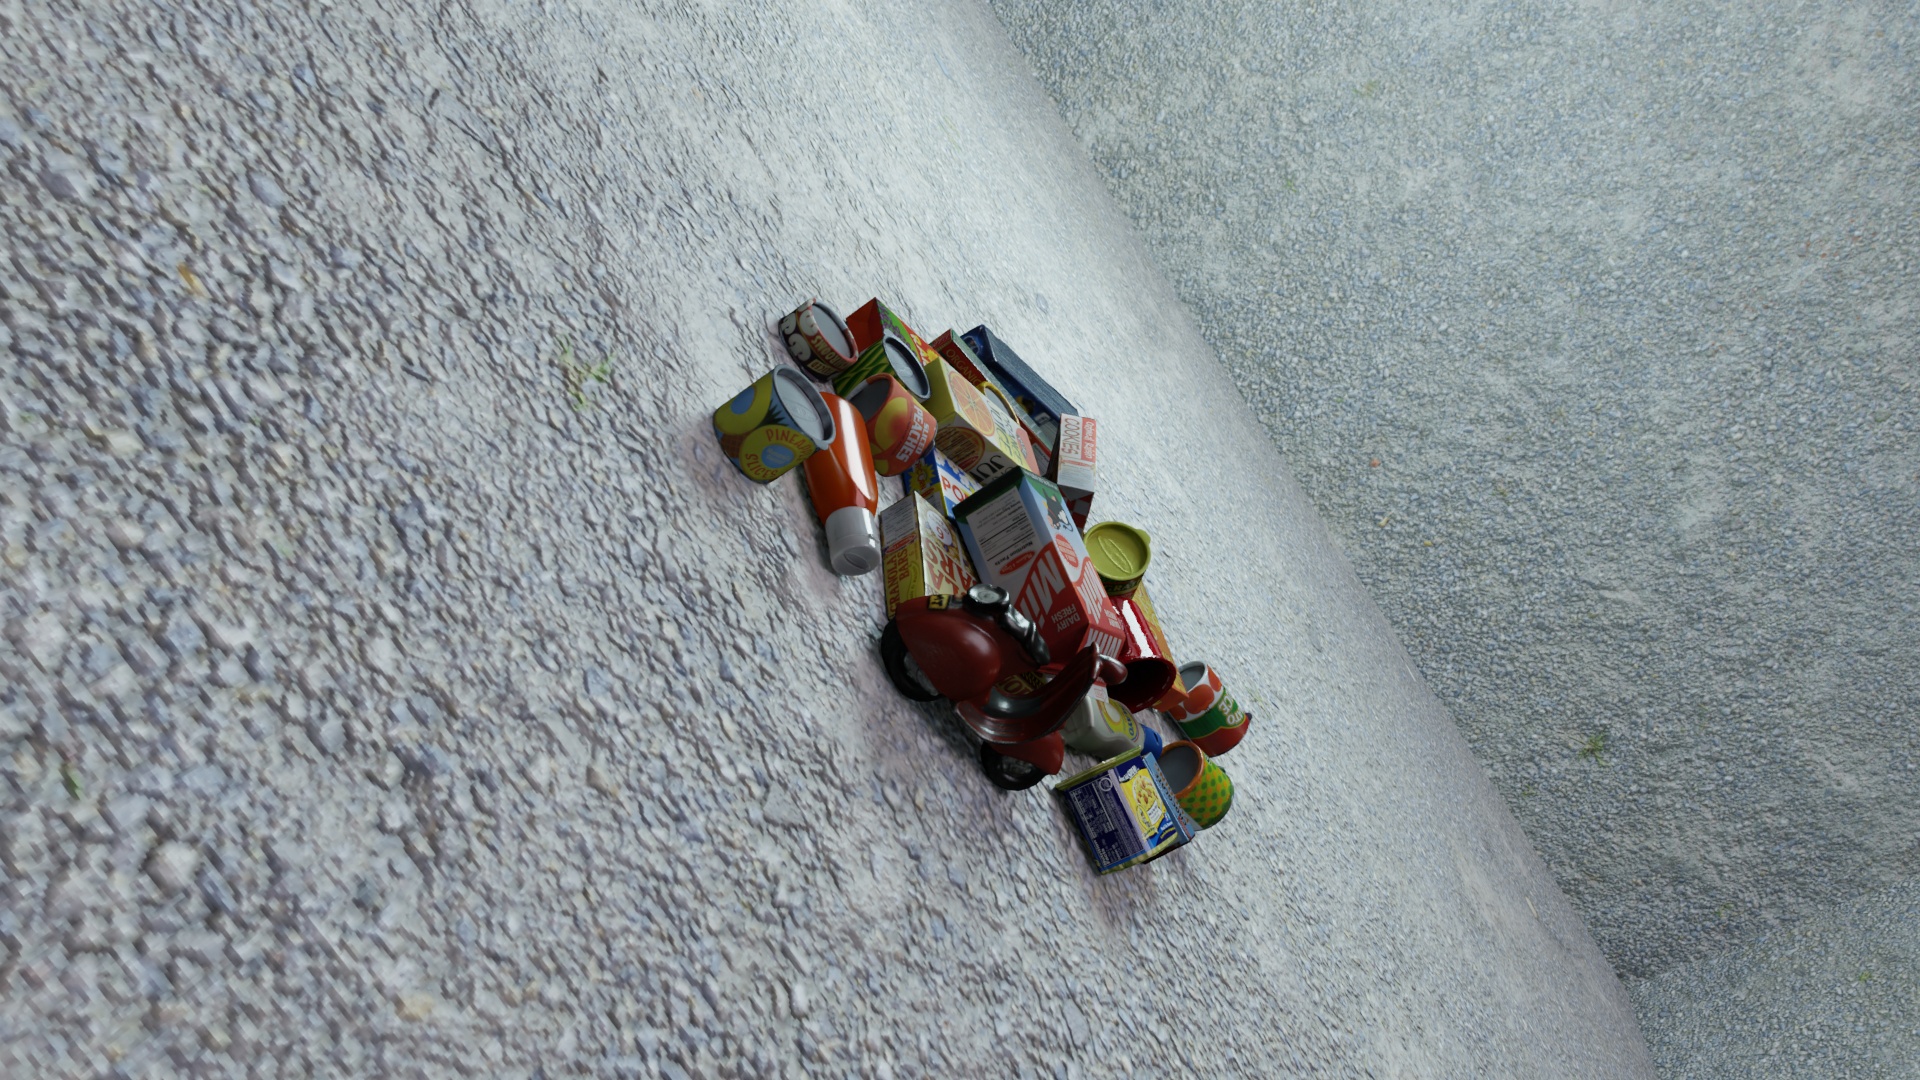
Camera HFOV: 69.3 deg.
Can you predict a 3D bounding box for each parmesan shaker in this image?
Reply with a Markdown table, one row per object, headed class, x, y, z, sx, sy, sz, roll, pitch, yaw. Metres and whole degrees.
| class | x | y | z | sx | sy | sz | roll | pitch | yaw |
| --- | --- | --- | --- | --- | --- | --- | --- | --- | --- |
| parmesan shaker | 0.141 | 0.036 | 1.339 | 0.102 | 0.071 | 0.071 | 104 | -28 | -55 |

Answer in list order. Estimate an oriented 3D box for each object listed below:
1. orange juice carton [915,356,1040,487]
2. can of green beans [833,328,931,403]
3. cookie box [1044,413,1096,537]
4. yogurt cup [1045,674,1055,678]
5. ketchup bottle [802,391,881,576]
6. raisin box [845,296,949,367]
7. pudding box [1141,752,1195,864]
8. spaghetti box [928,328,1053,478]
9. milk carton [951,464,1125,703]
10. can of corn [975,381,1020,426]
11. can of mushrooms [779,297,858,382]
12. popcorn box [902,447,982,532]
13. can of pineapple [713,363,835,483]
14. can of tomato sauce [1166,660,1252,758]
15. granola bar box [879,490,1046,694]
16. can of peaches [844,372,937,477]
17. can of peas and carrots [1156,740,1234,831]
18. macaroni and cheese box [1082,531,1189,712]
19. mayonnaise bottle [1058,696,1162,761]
| class | x | y | z | sx | sy | sz | roll | pitch | yaw |
| --- | --- | --- | --- | --- | --- | --- | --- | --- | --- |
| orange juice carton | 0.014 | -0.081 | 1.285 | 0.192 | 0.073 | 0.072 | 36 | 30 | -46 |
| can of green beans | -0.068 | -0.135 | 1.198 | 0.071 | 0.057 | 0.071 | 47 | 23 | -27 |
| cookie box | 0.101 | -0.035 | 1.356 | 0.040 | 0.122 | 0.168 | 13 | 28 | -1 |
| yogurt cup | 0.083 | 0.085 | 1.224 | 0.072 | 0.072 | 0.054 | 54 | 29 | -10 |
| ketchup bottle | -0.088 | -0.042 | 1.041 | 0.064 | 0.043 | 0.149 | 36 | 30 | -44 |
| raisin box | -0.050 | -0.159 | 1.300 | 0.123 | 0.040 | 0.086 | 38 | 28 | -44 |
| pudding box | 0.163 | 0.233 | 1.213 | 0.084 | 0.049 | 0.030 | 61 | 19 | 8 |
| spaghetti box | 0.046 | -0.117 | 1.443 | 0.249 | 0.050 | 0.029 | 46 | 22 | -29 |
| milk carton | 0.070 | 0.042 | 1.122 | 0.072 | 0.073 | 0.191 | 24 | 39 | -57 |
| can of corn | 0.018 | -0.116 | 1.364 | 0.071 | 0.058 | 0.071 | 47 | 23 | -27 |
| can of mushrooms | -0.118 | -0.167 | 1.165 | 0.071 | 0.033 | 0.071 | 48 | 22 | -27 |
| popcorn box | 0.004 | -0.015 | 1.220 | 0.126 | 0.038 | 0.085 | 38 | 28 | -43 |
| can of pineapple | -0.131 | -0.080 | 0.979 | 0.071 | 0.057 | 0.071 | 47 | 23 | -27 |
| can of tomato sauce | 0.260 | 0.178 | 1.482 | 0.083 | 0.071 | 0.071 | 52 | 21 | -16 |
| granola bar box | 0.004 | 0.053 | 1.122 | 0.165 | 0.039 | 0.125 | 42 | 26 | -35 |
| can of peaches | -0.061 | -0.095 | 1.141 | 0.058 | 0.071 | 0.071 | 44 | 25 | -32 |
| can of peas and carrots | 0.216 | 0.229 | 1.311 | 0.058 | 0.071 | 0.071 | 45 | 24 | -31 |
| macaroni and cheese box | 0.168 | 0.086 | 1.445 | 0.123 | 0.040 | 0.167 | 33 | 32 | -47 |
| mayonnaise bottle | 0.134 | 0.169 | 1.248 | 0.148 | 0.041 | 0.065 | 31 | 33 | -49 |
